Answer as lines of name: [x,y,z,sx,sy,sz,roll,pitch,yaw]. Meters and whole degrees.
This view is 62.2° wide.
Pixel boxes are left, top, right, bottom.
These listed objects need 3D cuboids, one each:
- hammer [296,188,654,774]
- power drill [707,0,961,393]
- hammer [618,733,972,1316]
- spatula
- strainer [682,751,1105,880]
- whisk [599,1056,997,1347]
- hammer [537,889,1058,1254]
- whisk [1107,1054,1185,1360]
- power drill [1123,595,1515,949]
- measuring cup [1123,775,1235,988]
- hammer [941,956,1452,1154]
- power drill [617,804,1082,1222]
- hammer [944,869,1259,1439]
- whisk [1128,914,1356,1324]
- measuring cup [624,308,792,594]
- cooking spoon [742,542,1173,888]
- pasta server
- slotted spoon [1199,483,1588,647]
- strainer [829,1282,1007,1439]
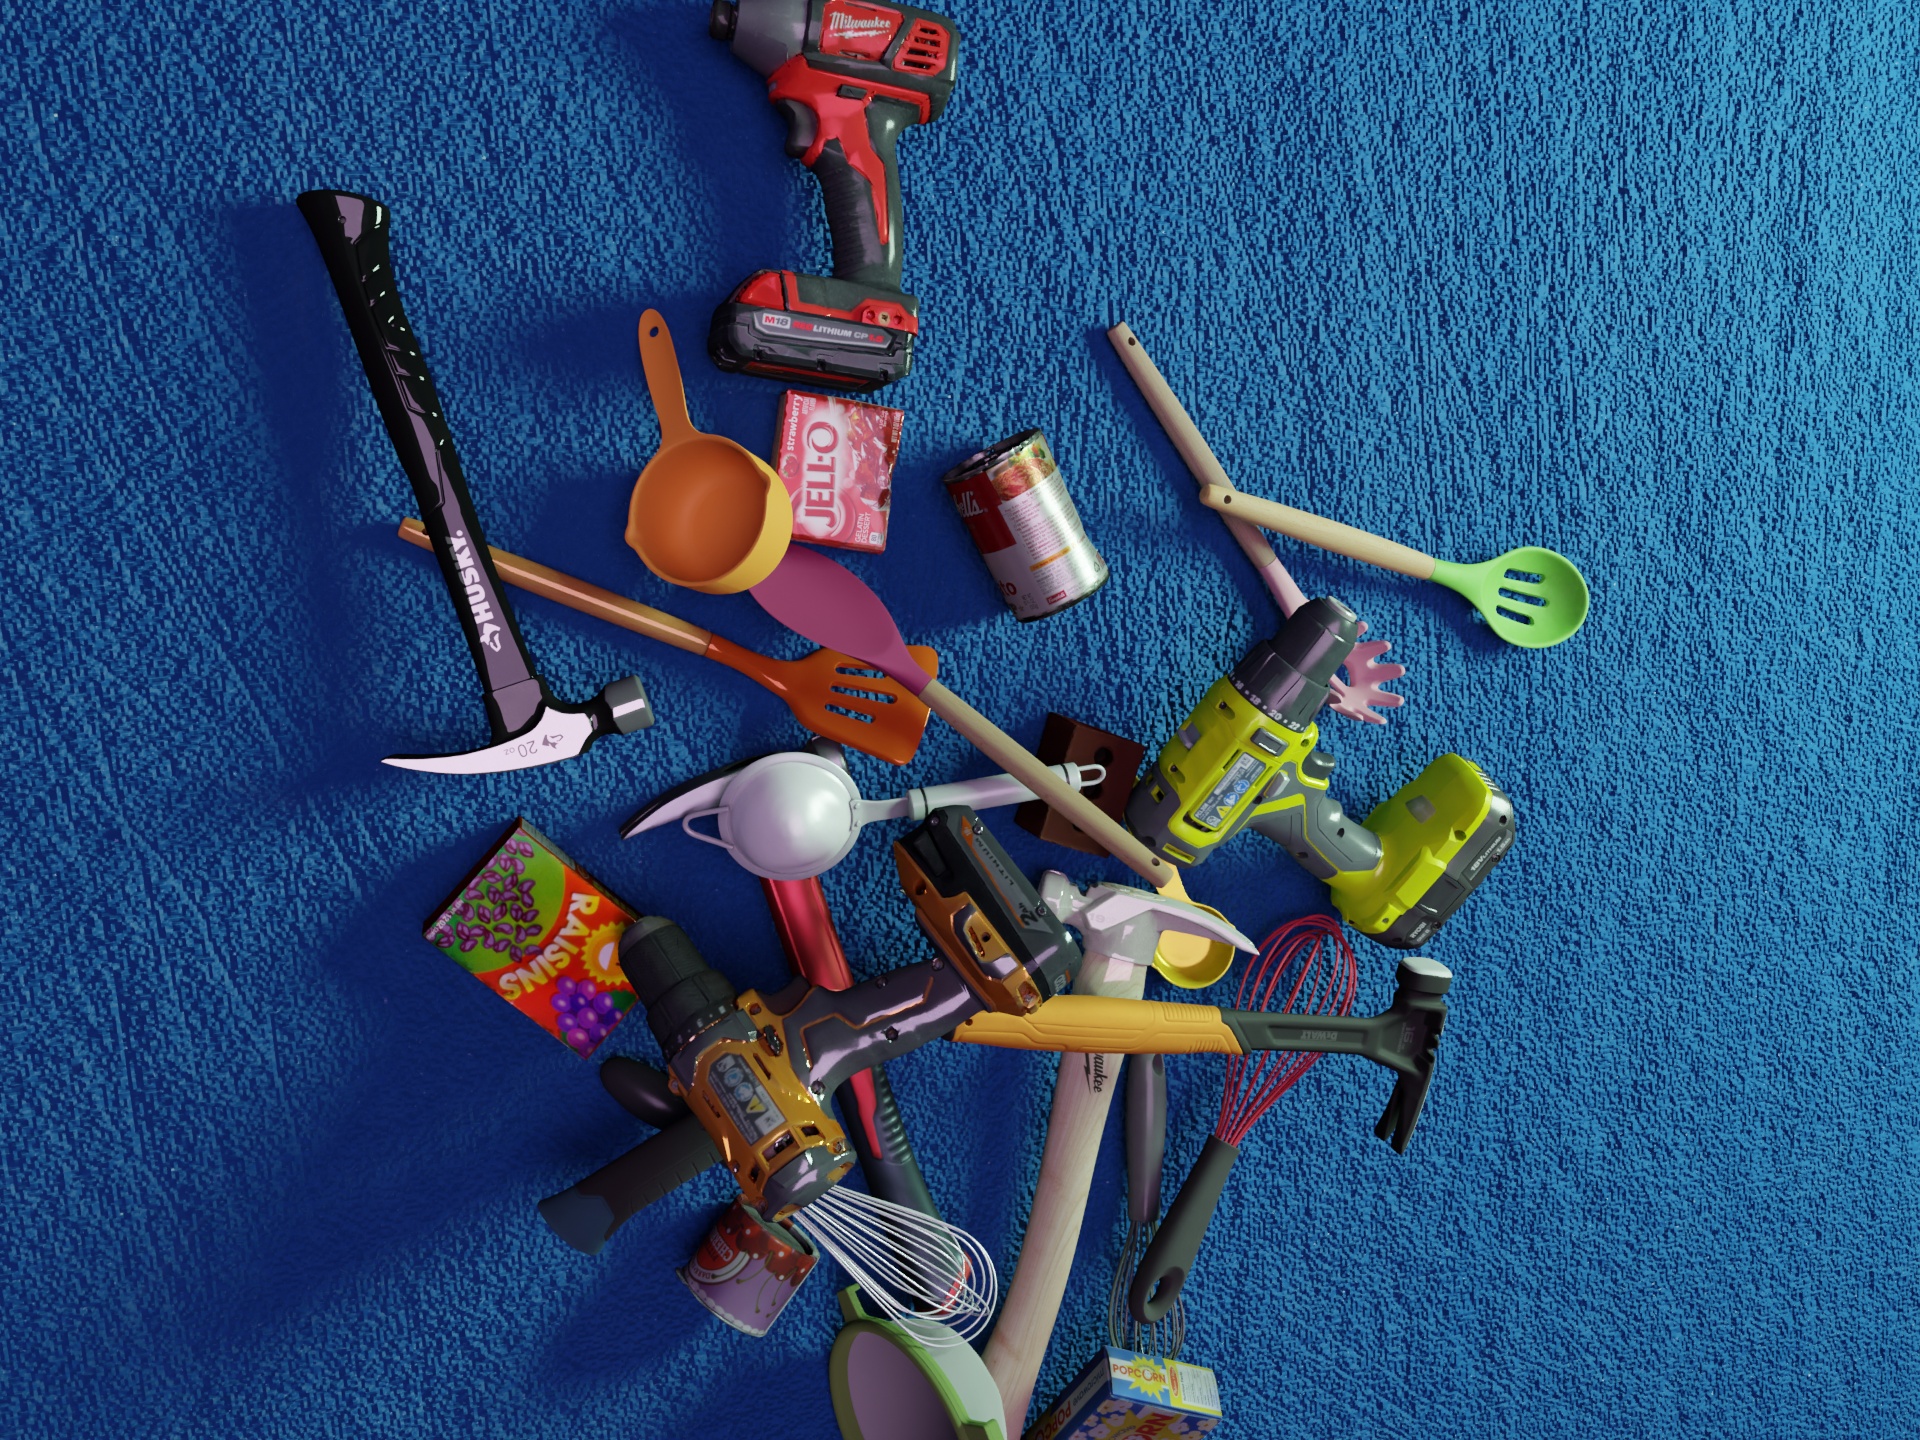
hammer: [-0.295,-0.129,0.880,0.146,0.035,0.334,-20,96,-9]
power drill: [-0.082,-0.309,0.917,0.143,0.078,0.219,6,93,-17]
hammer: [-0.086,0.210,1.002,0.143,0.038,0.386,-20,102,-12]
spatula: [-0.170,-0.057,0.940,0.322,0.041,0.081,21,67,-16]
strainer: [-0.034,0.051,0.949,0.258,0.050,0.086,-9,117,-14]
whisk: [-0.101,0.290,0.974,0.284,0.070,0.070,33,87,-1]
hammer: [-0.093,0.212,0.948,0.331,0.033,0.128,-30,102,-16]
whisk: [0.127,0.334,1.079,0.055,0.055,0.239,-1,93,-17]
power drill: [0.243,0.038,1.024,0.228,0.080,0.190,28,110,-24]
measuring cup: [0.134,0.104,1.065,0.062,0.029,0.156,-22,91,-5]
hammer: [0.145,0.199,0.991,0.336,0.034,0.127,7,100,-17]
power drill: [-0.069,0.141,0.898,0.226,0.084,0.185,-36,71,-7]
hammer: [0.076,0.311,1.047,0.146,0.038,0.410,14,96,2]
whisk: [0.185,0.264,1.060,0.073,0.073,0.296,31,80,-18]
measuring cup: [-0.152,-0.156,0.930,0.095,0.052,0.174,-20,76,16]
cooking spoon: [-0.002,-0.003,0.951,0.319,0.017,0.069,38,46,3]
pasta server: [0.191,-0.127,1.041,0.060,0.040,0.316,-43,106,-25]
slotted spoon: [0.293,-0.111,1.063,0.313,0.031,0.070,13,92,-23]
strainer: [-0.017,0.488,1.033,0.069,0.152,0.256,-17,122,-38]
